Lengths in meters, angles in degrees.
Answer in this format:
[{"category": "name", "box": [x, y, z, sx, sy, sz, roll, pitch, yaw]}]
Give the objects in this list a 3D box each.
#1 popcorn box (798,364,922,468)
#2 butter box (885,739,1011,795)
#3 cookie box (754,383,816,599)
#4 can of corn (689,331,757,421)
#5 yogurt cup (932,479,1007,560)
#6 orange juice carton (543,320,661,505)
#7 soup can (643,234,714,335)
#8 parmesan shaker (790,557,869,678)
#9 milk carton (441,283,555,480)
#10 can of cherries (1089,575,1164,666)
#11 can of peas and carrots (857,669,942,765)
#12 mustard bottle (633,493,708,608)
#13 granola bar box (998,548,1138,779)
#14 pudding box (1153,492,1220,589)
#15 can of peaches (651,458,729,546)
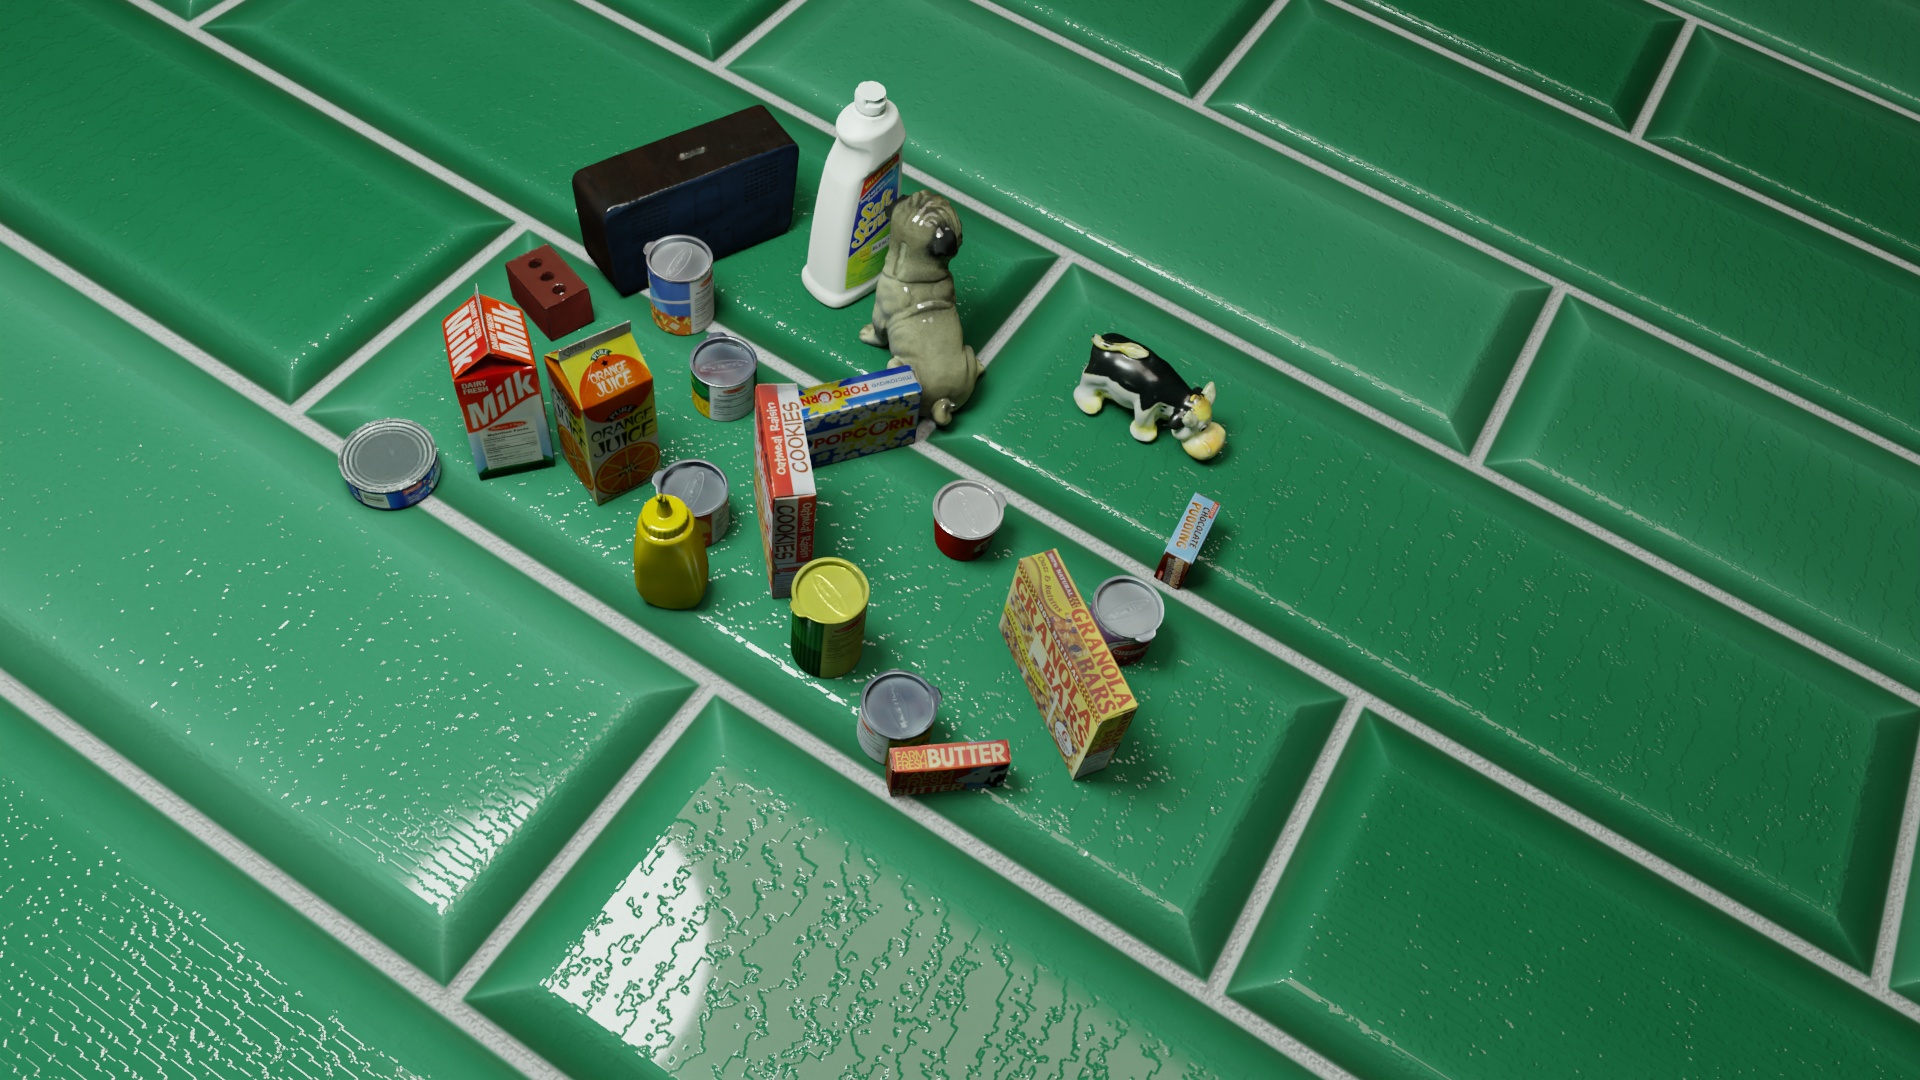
[{"category": "popcorn box", "box": [-0.104, -0.120, 1.365, 0.127, 0.084, 0.038, -15, 60, -18]}, {"category": "butter box", "box": [-0.011, 0.195, 1.189, 0.104, 0.052, 0.024, -3, 57, -11]}, {"category": "cookie box", "box": [-0.161, -0.043, 1.255, 0.040, 0.166, 0.123, -6, 58, -13]}, {"category": "can of corn", "box": [-0.237, -0.163, 1.389, 0.071, 0.058, 0.071, 4, 56, -6]}, {"category": "yogurt cup", "box": [0.005, -0.017, 1.331, 0.072, 0.053, 0.073, 4, 56, -6]}, {"category": "orange juice carton", "box": [-0.326, -0.124, 1.269, 0.072, 0.191, 0.073, -29, 65, -24]}, {"category": "soup can", "box": [-0.290, -0.264, 1.433, 0.071, 0.083, 0.072, 4, 56, -6]}, {"category": "parmesan shaker", "box": [-0.119, 0.071, 1.225, 0.071, 0.102, 0.071, 4, 56, -6]}, {"category": "milk carton", "box": [-0.423, -0.144, 1.268, 0.073, 0.189, 0.072, -13, 60, -16]}, {"category": "can of cherries", "box": [0.151, 0.077, 1.289, 0.071, 0.058, 0.072, 4, 56, -6]}, {"category": "can of peas and carrots", "box": [-0.053, 0.154, 1.206, 0.071, 0.058, 0.071, 4, 56, -6]}, {"category": "mustard bottle", "box": [-0.254, 0.003, 1.215, 0.065, 0.159, 0.049, 6, 56, -5]}, {"category": "granola bar box", "box": [0.092, 0.109, 1.219, 0.039, 0.123, 0.166, -16, 61, -18]}, {"category": "pudding box", "box": [0.222, 0.000, 1.356, 0.030, 0.049, 0.084, 27, 57, 9]}, {"category": "can of peaches", "box": [-0.252, -0.035, 1.301, 0.071, 0.057, 0.071, 4, 56, -6]}]
